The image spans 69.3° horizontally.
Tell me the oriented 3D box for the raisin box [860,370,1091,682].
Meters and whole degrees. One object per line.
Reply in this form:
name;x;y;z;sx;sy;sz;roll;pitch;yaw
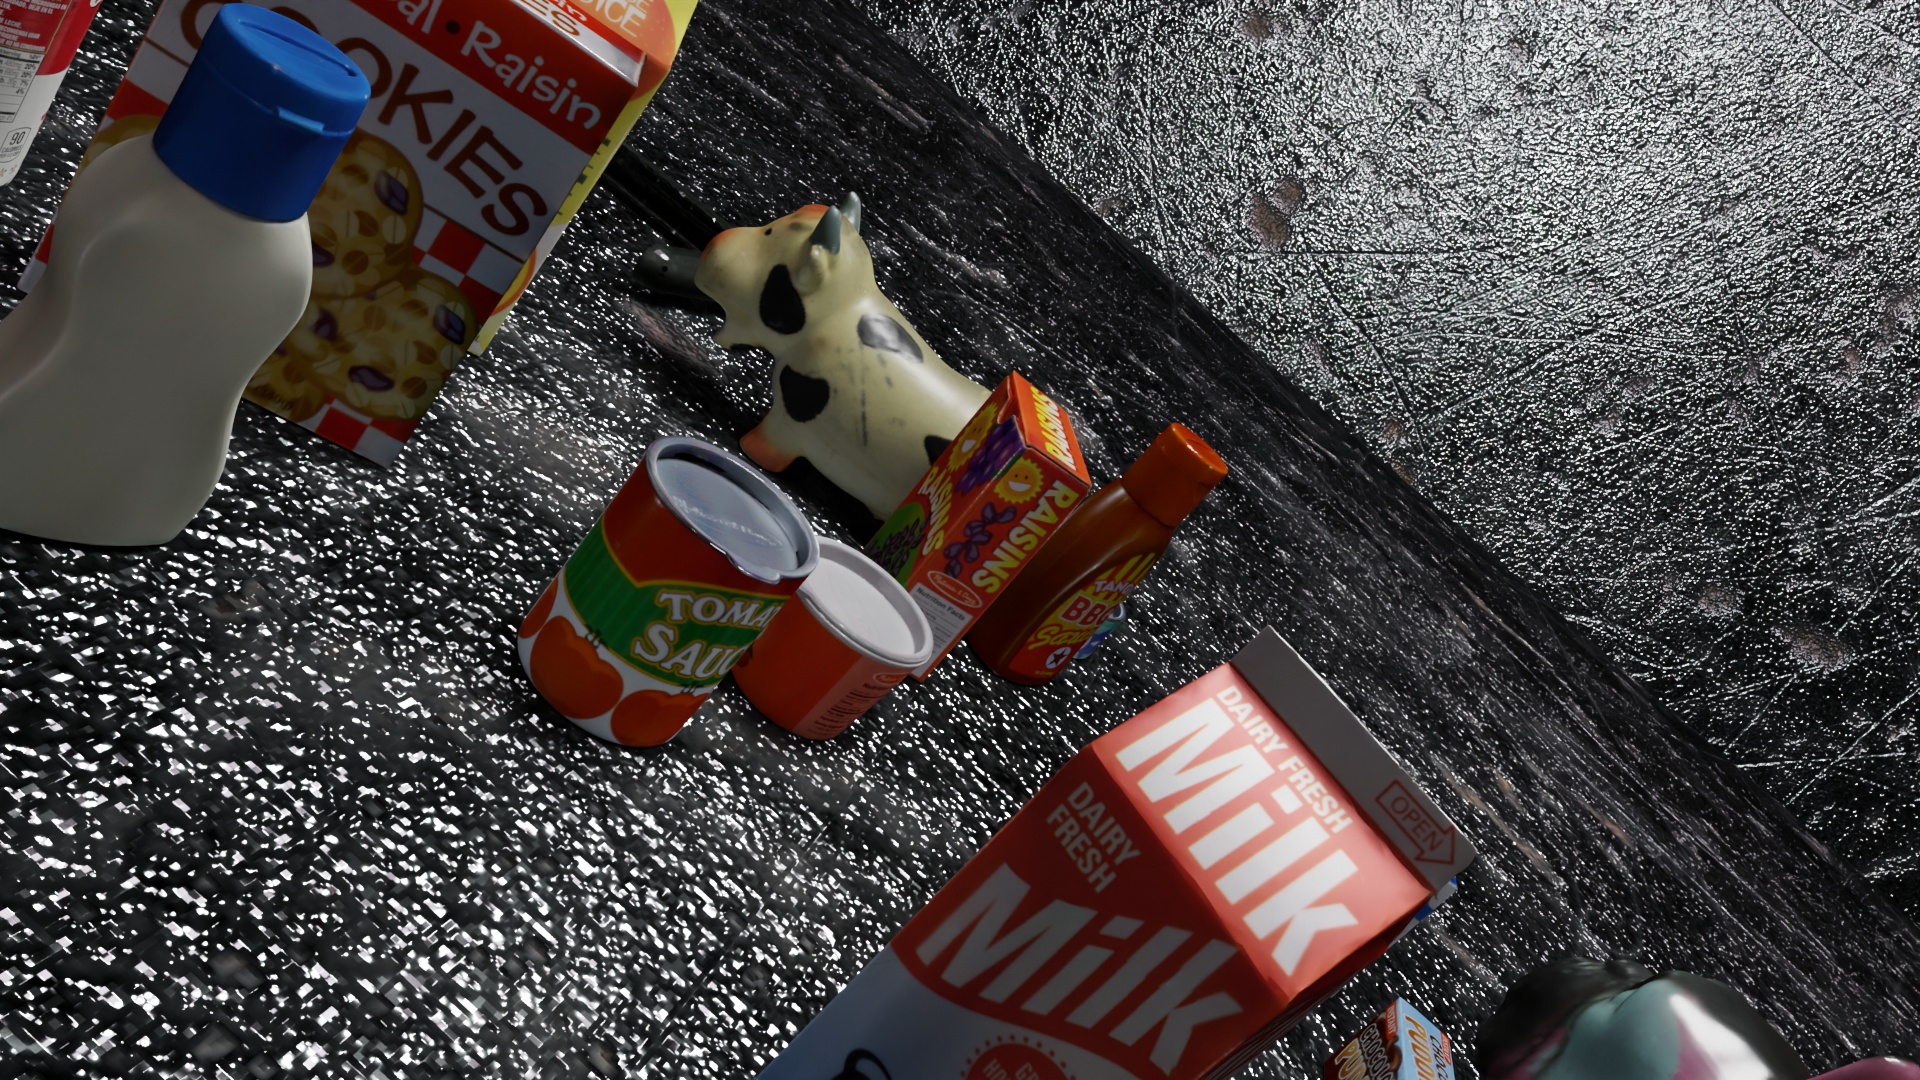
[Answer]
raisin box;0.002;-0.008;0.638;0.040;0.123;0.086;34;21;-18

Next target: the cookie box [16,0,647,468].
cookie box;-0.200;-0.121;0.448;0.123;0.167;0.040;30;22;-27

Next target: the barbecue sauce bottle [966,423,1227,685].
barbecue sauce bottle;0.069;0.007;0.689;0.065;0.148;0.044;12;34;-53

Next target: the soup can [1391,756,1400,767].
soup can;0.177;0.136;0.708;0.071;0.083;0.071;35;20;-15

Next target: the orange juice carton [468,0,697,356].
orange juice carton;-0.179;-0.180;0.571;0.072;0.192;0.073;30;22;-29

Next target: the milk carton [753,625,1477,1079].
milk carton;0.034;0.111;0.347;0.072;0.190;0.073;51;22;26

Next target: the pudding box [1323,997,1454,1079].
pudding box;0.172;0.227;0.556;0.030;0.049;0.084;42;20;3

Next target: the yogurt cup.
yogurt cup;-0.052;0.040;0.540;0.072;0.053;0.073;35;20;-15

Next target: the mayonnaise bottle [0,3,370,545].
mayonnaise bottle;-0.201;-0.064;0.353;0.065;0.147;0.041;16;31;-50

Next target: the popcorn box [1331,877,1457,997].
popcorn box;0.155;0.142;0.653;0.126;0.085;0.038;39;19;-3

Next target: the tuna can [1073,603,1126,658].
tuna can;0.057;0.033;0.783;0.071;0.032;0.071;35;20;-15

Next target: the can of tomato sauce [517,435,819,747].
can of tomato sauce;-0.097;0.019;0.462;0.071;0.083;0.071;35;20;-15
